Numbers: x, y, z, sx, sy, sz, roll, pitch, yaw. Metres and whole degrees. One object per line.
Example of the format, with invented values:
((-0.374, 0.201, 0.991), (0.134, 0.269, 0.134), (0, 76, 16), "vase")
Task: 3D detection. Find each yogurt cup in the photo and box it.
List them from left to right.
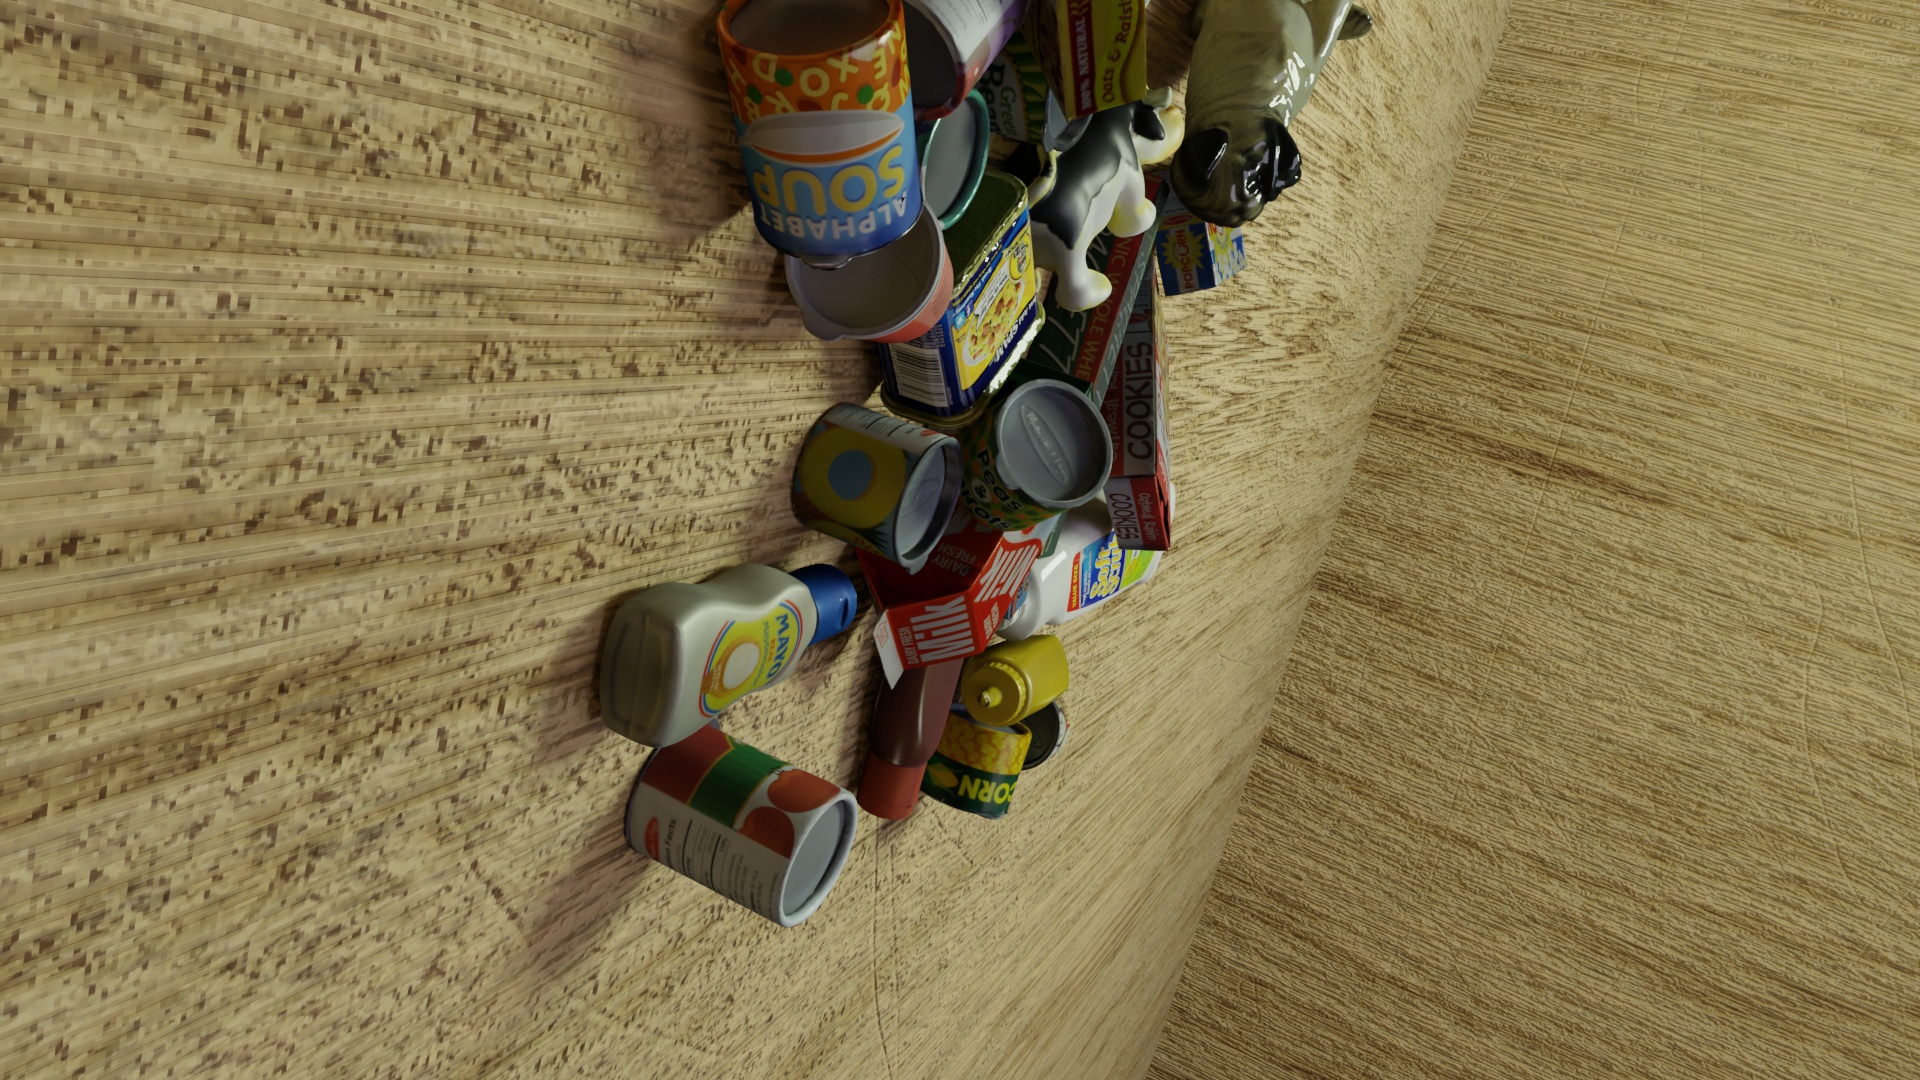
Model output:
((-0.035, -0.115, 0.592), (0.054, 0.072, 0.072), (12, 98, -78), "yogurt cup")

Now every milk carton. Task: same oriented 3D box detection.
((0.003, -0.010, 0.771), (0.191, 0.073, 0.072), (-59, 159, -25), "milk carton")

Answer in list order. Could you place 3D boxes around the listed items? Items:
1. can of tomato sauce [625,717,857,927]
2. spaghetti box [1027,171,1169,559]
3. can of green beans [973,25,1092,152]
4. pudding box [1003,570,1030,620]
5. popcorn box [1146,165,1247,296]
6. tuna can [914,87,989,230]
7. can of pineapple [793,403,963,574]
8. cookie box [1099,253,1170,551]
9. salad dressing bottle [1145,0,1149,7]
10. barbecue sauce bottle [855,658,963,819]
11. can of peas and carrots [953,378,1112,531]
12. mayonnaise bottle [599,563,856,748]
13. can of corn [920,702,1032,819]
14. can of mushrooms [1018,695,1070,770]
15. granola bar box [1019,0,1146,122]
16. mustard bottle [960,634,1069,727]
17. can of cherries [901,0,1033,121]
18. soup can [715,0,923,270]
((-0.097, 0.127, 0.633), (0.071, 0.083, 0.070), (-51, 153, -39), "can of tomato sauce")
((0.070, -0.113, 0.879), (0.029, 0.050, 0.249), (-5, 114, -70), "spaghetti box")
((0.030, -0.224, 0.659), (0.071, 0.058, 0.071), (-52, 154, -39), "can of green beans")
((0.019, 0.003, 0.860), (0.030, 0.050, 0.083), (-46, 150, -49), "pudding box")
((0.168, -0.224, 0.979), (0.127, 0.038, 0.085), (-39, 119, -63), "popcorn box")
((-0.014, -0.177, 0.627), (0.071, 0.033, 0.070), (-52, 154, -39), "tuna can")
((-0.040, -0.026, 0.670), (0.071, 0.058, 0.070), (-51, 153, -39), "can of pineapple")
((0.122, -0.092, 0.955), (0.122, 0.040, 0.168), (61, 29, -64), "cookie box")
((0.090, -0.316, 0.745), (0.148, 0.044, 0.064), (-59, 156, -26), "salad dressing bottle")
((-0.028, 0.095, 0.837), (0.065, 0.044, 0.148), (-25, 132, -67), "barbecue sauce bottle")
((0.032, -0.040, 0.703), (0.071, 0.071, 0.058), (-60, -165, -25), "can of peas and carrots")
((-0.097, 0.041, 0.613), (0.148, 0.041, 0.064), (-22, 128, -63), "mayonnaise bottle")
((0.011, 0.149, 0.948), (0.071, 0.071, 0.058), (5, 104, -69), "can of corn")
((0.048, 0.134, 1.030), (0.033, 0.071, 0.071), (3, 107, -70), "can of mushrooms")
((0.035, -0.272, 0.550), (0.164, 0.039, 0.125), (76, -5, -57), "granola bar box")
((0.031, 0.096, 0.931), (0.160, 0.065, 0.049), (-15, 92, -74), "mustard bottle")
((-0.014, -0.210, 0.553), (0.058, 0.071, 0.071), (-59, 157, -26), "can of cherries")
((-0.050, -0.154, 0.507), (0.072, 0.071, 0.083), (-55, 155, -33), "soup can")
